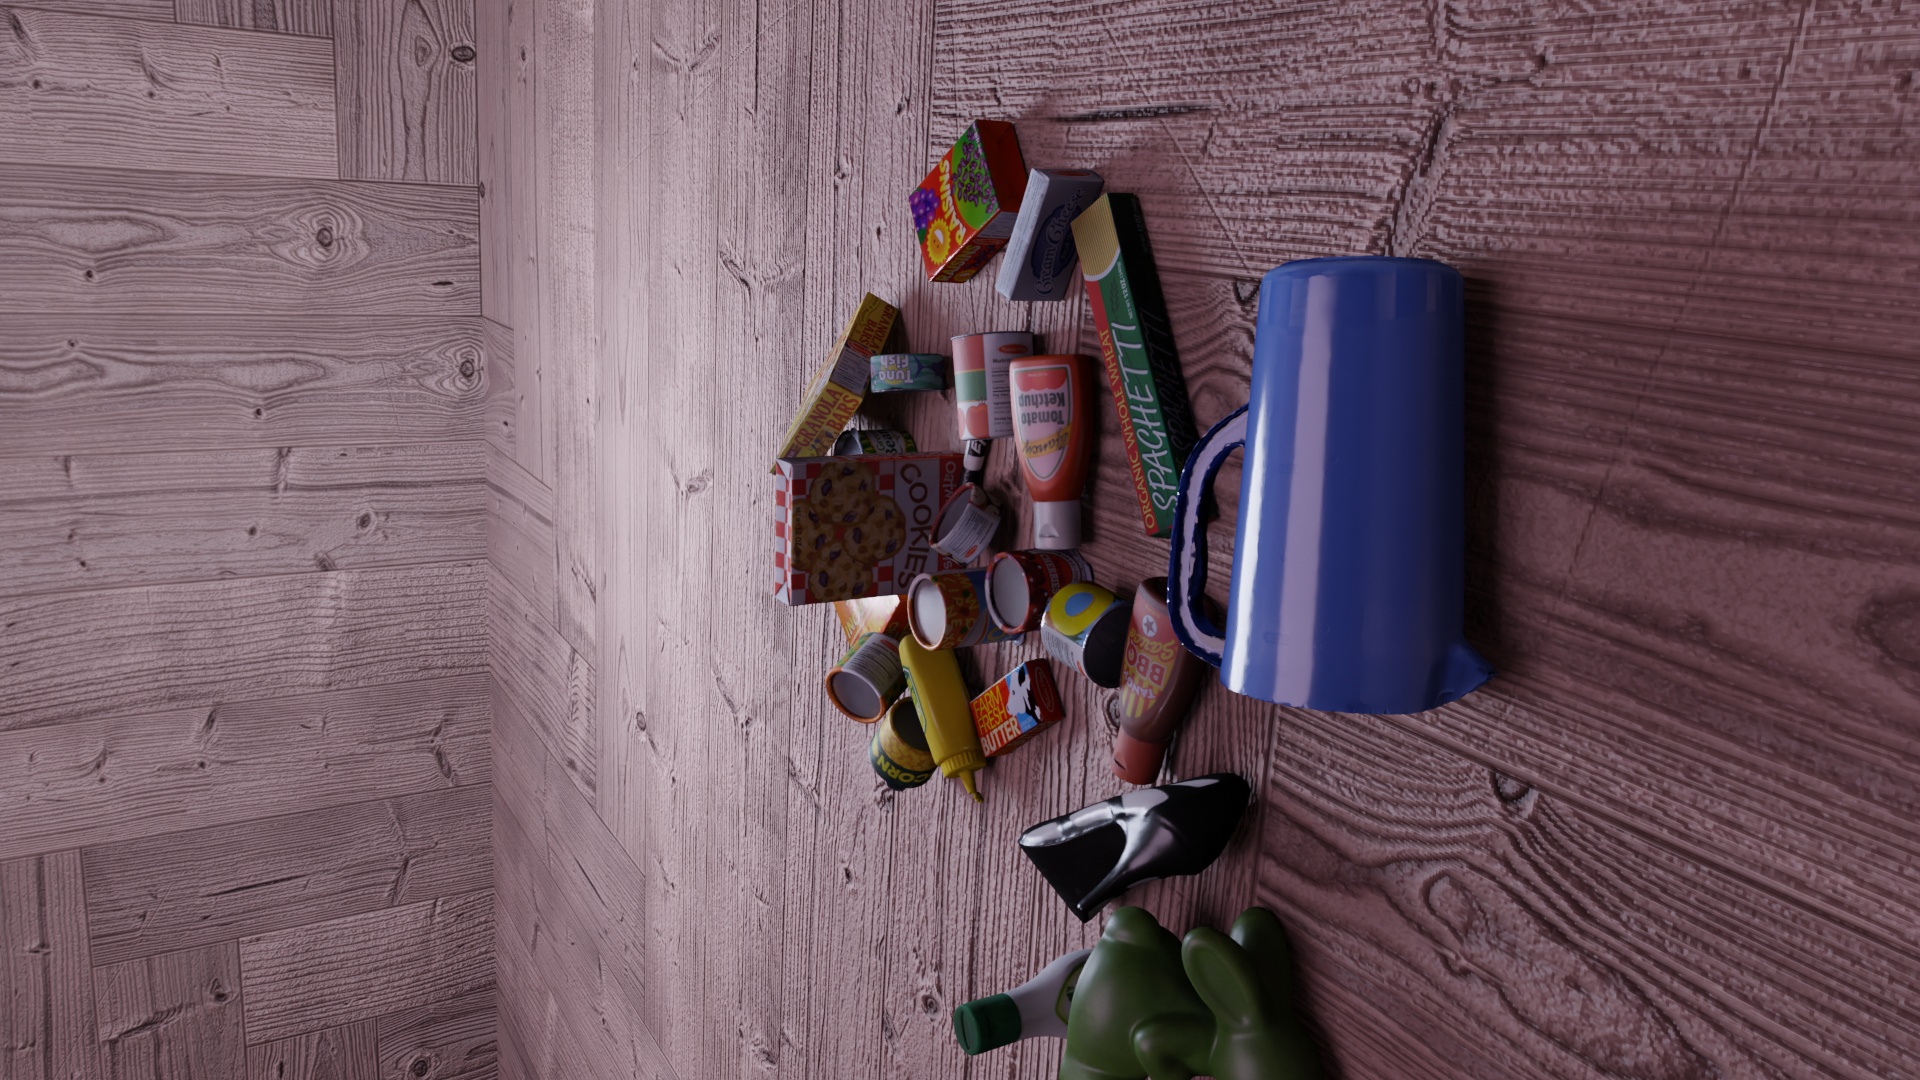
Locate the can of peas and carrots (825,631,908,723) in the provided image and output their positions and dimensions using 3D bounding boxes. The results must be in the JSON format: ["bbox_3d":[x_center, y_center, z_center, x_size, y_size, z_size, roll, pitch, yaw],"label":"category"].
[{"bbox_3d":[-0.085,0.130,1.301,0.071,0.059,0.070,18,130,23],"label":"can of peas and carrots"}]

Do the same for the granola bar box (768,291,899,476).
[{"bbox_3d":[-0.121,-0.142,1.334,0.164,0.039,0.125,-47,20,51],"label":"granola bar box"}]

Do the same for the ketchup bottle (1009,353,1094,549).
[{"bbox_3d":[0.073,-0.068,1.070,0.064,0.043,0.148,0,95,31],"label":"ketchup bottle"}]

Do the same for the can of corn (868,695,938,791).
[{"bbox_3d":[-0.045,0.187,1.282,0.071,0.071,0.058,64,142,31],"label":"can of corn"}]

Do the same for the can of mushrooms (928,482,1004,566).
[{"bbox_3d":[0.004,-0.015,1.178,0.070,0.033,0.071,-49,20,25],"label":"can of mushrooms"}]

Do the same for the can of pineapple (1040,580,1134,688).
[{"bbox_3d":[0.103,0.067,1.026,0.058,0.071,0.070,29,119,54],"label":"can of pineapple"}]

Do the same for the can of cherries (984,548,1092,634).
[{"bbox_3d":[0.061,0.037,1.095,0.071,0.058,0.071,14,106,58],"label":"can of cherries"}]

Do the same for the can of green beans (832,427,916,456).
[{"bbox_3d":[-0.081,-0.073,1.315,0.071,0.058,0.071,13,106,58],"label":"can of green beans"}]

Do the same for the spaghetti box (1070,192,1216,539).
[{"bbox_3d":[0.129,-0.125,0.989,0.050,0.029,0.250,-31,67,57],"label":"spaghetti box"}]

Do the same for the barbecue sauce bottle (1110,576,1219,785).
[{"bbox_3d":[0.140,0.103,0.989,0.065,0.044,0.147,40,128,48],"label":"barbecue sauce bottle"}]

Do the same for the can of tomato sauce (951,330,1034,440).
[{"bbox_3d":[0.028,-0.124,1.121,0.071,0.071,0.083,-1,94,59],"label":"can of tomato sauce"}]

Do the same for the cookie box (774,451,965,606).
[{"bbox_3d":[-0.076,-0.013,1.211,0.040,0.168,0.122,21,112,59],"label":"cookie box"}]

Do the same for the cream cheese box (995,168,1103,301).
[{"bbox_3d":[0.066,-0.231,1.055,0.024,0.053,0.103,52,136,40],"label":"cream cheese box"}]

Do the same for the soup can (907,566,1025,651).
[{"bbox_3d":[0.008,0.058,1.162,0.071,0.084,0.071,14,106,57],"label":"soup can"}]

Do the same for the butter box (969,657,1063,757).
[{"bbox_3d":[0.046,0.142,1.168,0.103,0.024,0.053,-44,56,52],"label":"butter box"}]

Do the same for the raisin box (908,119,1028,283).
[{"bbox_3d":[0.008,-0.281,1.159,0.123,0.040,0.086,-34,66,54],"label":"raisin box"}]

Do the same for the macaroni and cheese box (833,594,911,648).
[{"bbox_3d":[-0.090,0.025,1.361,0.123,0.040,0.167,-59,45,45],"label":"macaroni and cheese box"}]

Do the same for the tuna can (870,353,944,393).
[{"bbox_3d":[-0.048,-0.149,1.239,0.071,0.071,0.033,5,98,59],"label":"tuna can"}]

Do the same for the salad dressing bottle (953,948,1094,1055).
[{"bbox_3d":[0.066,0.349,1.043,0.044,0.148,0.064,-21,77,58],"label":"salad dressing bottle"}]

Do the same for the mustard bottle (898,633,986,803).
[{"bbox_3d":[-0.011,0.158,1.231,0.065,0.049,0.161,91,161,-67],"label":"mustard bottle"}]
